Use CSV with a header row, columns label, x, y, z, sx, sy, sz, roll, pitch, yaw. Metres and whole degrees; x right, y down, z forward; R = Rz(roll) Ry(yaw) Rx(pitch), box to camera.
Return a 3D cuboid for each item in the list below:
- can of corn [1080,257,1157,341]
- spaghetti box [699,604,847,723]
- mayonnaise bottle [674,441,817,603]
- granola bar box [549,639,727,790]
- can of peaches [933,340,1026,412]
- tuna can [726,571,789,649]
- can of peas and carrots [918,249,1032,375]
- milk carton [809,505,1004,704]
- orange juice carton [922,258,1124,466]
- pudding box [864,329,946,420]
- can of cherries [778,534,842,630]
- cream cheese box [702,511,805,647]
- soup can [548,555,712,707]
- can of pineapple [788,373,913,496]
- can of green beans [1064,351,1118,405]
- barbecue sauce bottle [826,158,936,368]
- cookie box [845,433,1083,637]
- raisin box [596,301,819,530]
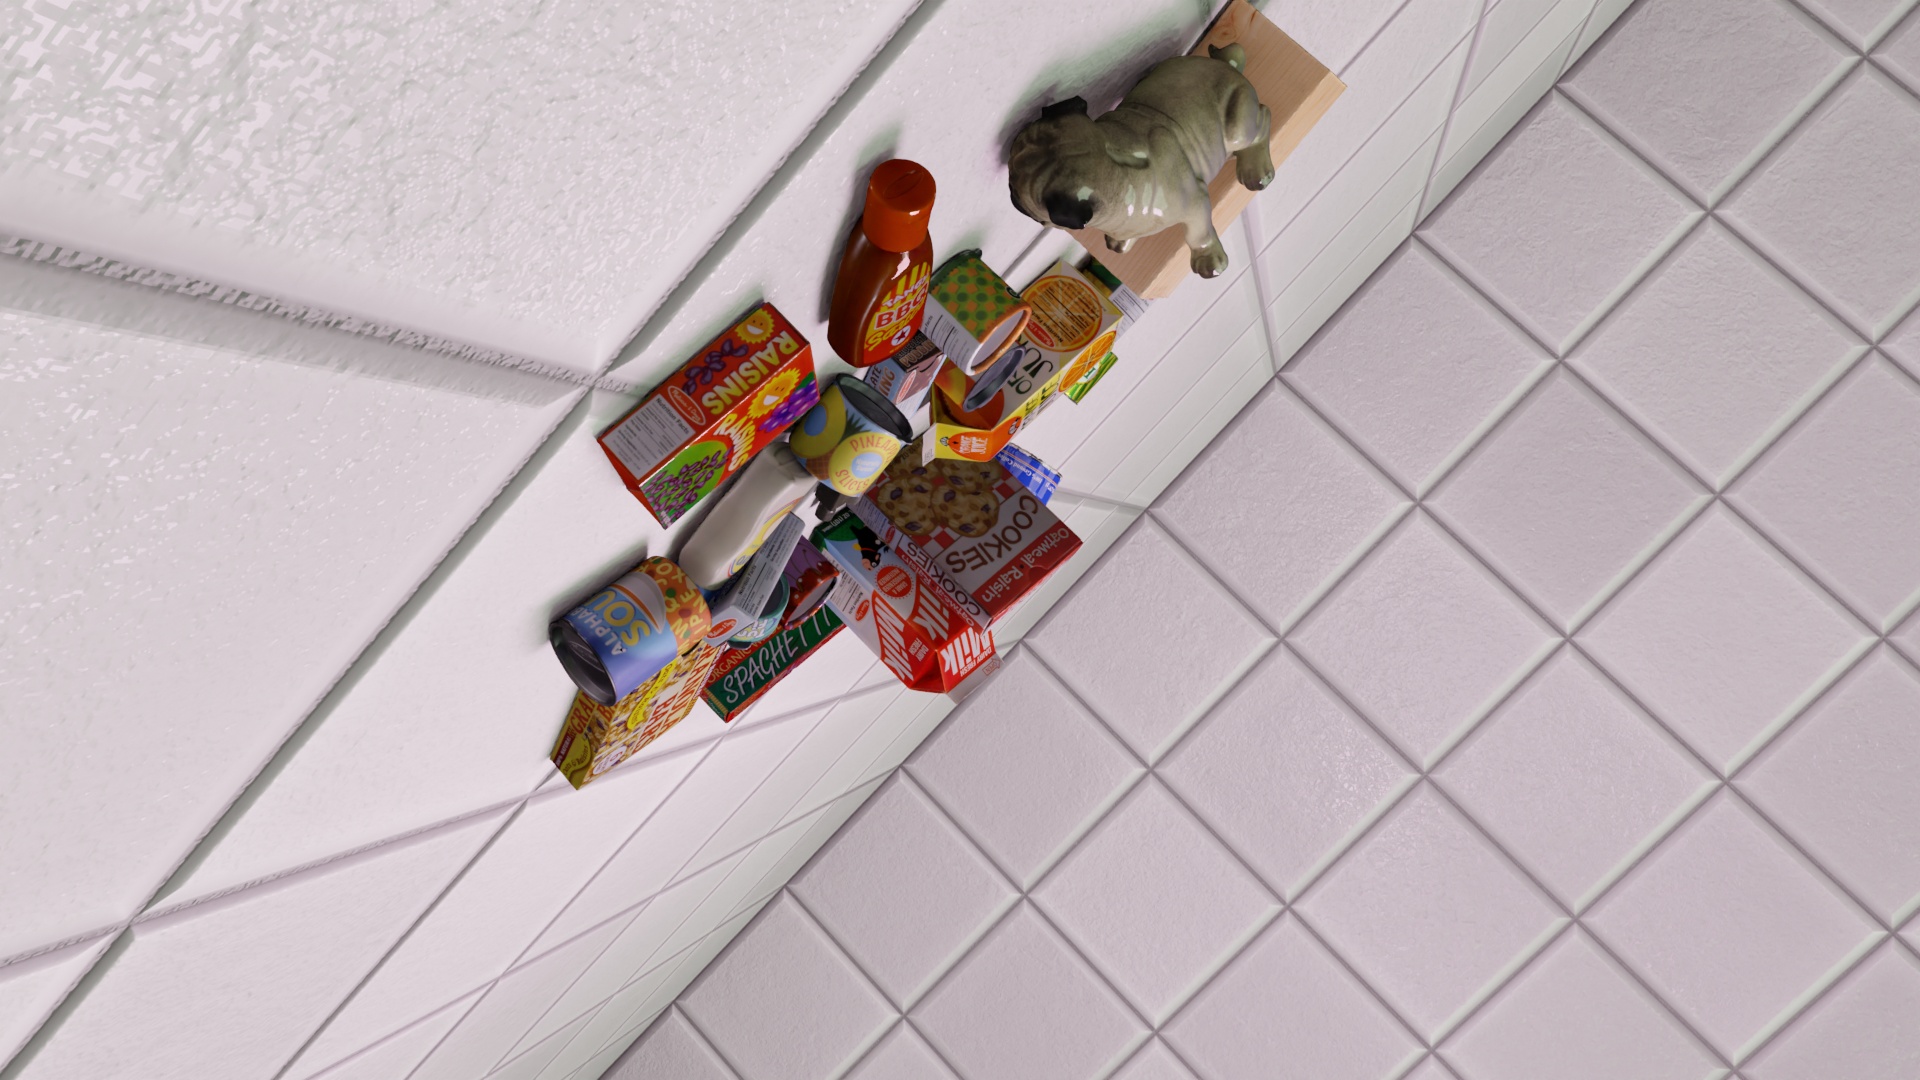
label,x,y,z,sx,sy,sz,roll,pitch,yaw
can of corn,0.131,-0.217,1.211,0.058,0.071,0.071,-46,170,8
spaghetti box,-0.144,0.078,1.314,0.251,0.050,0.028,-39,167,-29
mayonnaise bottle,-0.159,-0.003,0.963,0.147,0.041,0.065,-48,177,18
granola bar box,-0.245,0.114,1.088,0.125,0.039,0.164,-35,166,-44
can of peaches,0.005,-0.138,1.038,0.071,0.058,0.071,-44,170,-10
tuna can,-0.164,0.044,1.048,0.071,0.071,0.032,-36,164,-40
can of peas and carrots,0.009,-0.159,0.968,0.071,0.059,0.071,-43,170,-10
milk carton,-0.048,0.058,1.215,0.073,0.191,0.073,-36,167,-39
orange juice carton,0.039,-0.135,1.138,0.193,0.073,0.071,-42,169,-13
pudding box,-0.045,-0.114,1.010,0.050,0.030,0.083,-35,165,-40
can of cherries,-0.140,0.032,1.126,0.071,0.058,0.071,-44,170,-10
cream cheese box,-0.152,0.026,1.006,0.053,0.024,0.104,-30,-152,41
soup can,-0.216,0.056,0.910,0.084,0.071,0.071,-39,168,-33
can of pineapple,-0.075,-0.071,0.954,0.057,0.071,0.071,-49,169,18
can of green beans,0.103,-0.168,1.280,0.057,0.071,0.071,-47,169,9
barbecue sauce bottle,-0.043,-0.160,0.805,0.065,0.044,0.148,-40,168,-23
cookie box,0.004,-0.015,1.203,0.123,0.167,0.040,-39,167,-32
raisin box,-0.140,-0.070,0.790,0.123,0.040,0.086,-42,168,-12
